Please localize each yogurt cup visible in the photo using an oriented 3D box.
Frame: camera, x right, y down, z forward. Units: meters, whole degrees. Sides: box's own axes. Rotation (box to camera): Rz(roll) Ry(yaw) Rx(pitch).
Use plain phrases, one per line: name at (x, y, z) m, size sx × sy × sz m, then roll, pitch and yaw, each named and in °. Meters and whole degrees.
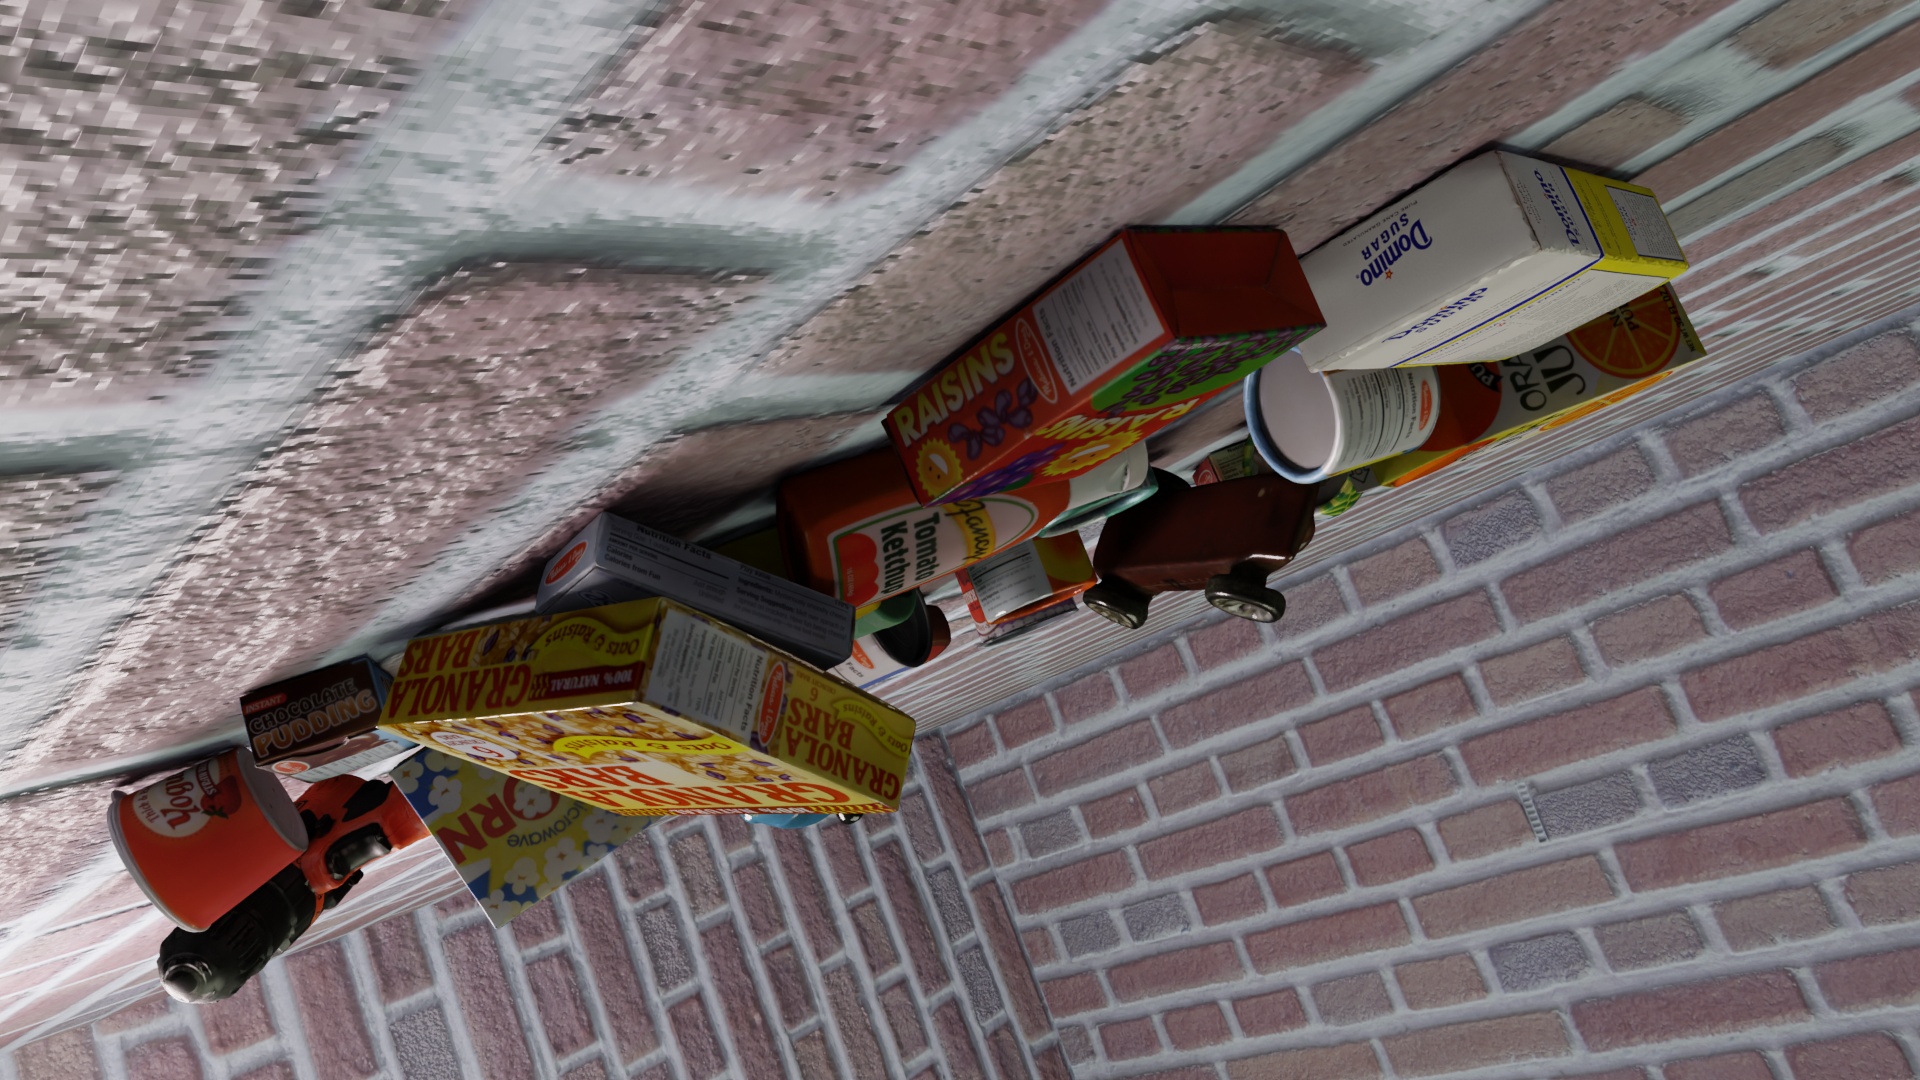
yogurt cup at (-0.322, 0.126, 0.601) m, size 0.054 × 0.072 × 0.072 m, roll -32°, pitch 174°, yaw -15°

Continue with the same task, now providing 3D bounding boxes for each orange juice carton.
orange juice carton at (0.266, -0.085, 0.704) m, size 0.193 × 0.072 × 0.073 m, roll -19°, pitch 170°, yaw -16°

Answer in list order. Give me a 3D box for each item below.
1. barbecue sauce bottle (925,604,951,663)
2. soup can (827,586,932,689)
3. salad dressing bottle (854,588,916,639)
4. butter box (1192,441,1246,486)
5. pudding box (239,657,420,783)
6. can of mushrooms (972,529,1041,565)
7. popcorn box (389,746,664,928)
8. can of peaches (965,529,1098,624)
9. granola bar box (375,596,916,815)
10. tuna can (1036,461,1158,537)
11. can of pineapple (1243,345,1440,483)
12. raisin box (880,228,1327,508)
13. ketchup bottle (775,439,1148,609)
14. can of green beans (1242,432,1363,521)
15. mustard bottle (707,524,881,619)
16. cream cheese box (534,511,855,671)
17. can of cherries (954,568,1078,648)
barbecue sauce bottle at (-0.060, 0.068, 0.938) m, size 0.065 × 0.044 × 0.148 m, roll -24°, pitch 170°, yaw 18°
soup can at (-0.067, 0.050, 0.750) m, size 0.083 × 0.071 × 0.071 m, roll -25°, pitch 170°, yaw 26°
salad dressing bottle at (-0.086, 0.042, 0.674) m, size 0.147 × 0.044 × 0.064 m, roll -23°, pitch 150°, yaw 37°
butter box at (0.203, -0.055, 0.885) m, size 0.103 × 0.024 × 0.053 m, roll -21°, pitch 170°, yaw -6°
pudding box at (-0.254, 0.075, 0.566) m, size 0.050 × 0.030 × 0.083 m, roll -18°, pitch 170°, yaw -15°
can of mushrooms at (0.002, -0.008, 0.663) m, size 0.071 × 0.033 × 0.071 m, roll -22°, pitch 171°, yaw -4°
popcorn box at (-0.178, 0.102, 0.631) m, size 0.127 × 0.085 × 0.038 m, roll -34°, pitch -173°, yaw -16°
can of peaches at (0.036, 0.008, 0.759) m, size 0.071 × 0.058 × 0.071 m, roll -21°, pitch 170°, yaw -4°
granola bar box at (-0.119, 0.068, 0.521) m, size 0.165 × 0.039 × 0.124 m, roll -10°, pitch 149°, yaw 40°
tuna can at (0.064, -0.029, 0.685) m, size 0.071 × 0.033 × 0.071 m, roll -21°, pitch 171°, yaw -3°
can of pineapple at (0.168, -0.064, 0.621) m, size 0.058 × 0.071 × 0.070 m, roll -16°, pitch 170°, yaw -25°
raisin box at (0.045, -0.056, 0.461) m, size 0.086 × 0.040 × 0.123 m, roll -14°, pitch 167°, yaw -44°
ketchup bottle at (0.002, -0.018, 0.554) m, size 0.149 × 0.044 × 0.064 m, roll -19°, pitch 141°, yaw -19°
can of green beans at (0.201, -0.045, 0.806) m, size 0.071 × 0.071 × 0.058 m, roll -25°, pitch 170°, yaw 19°
mustard bottle at (-0.076, 0.021, 0.595) m, size 0.160 × 0.049 × 0.065 m, roll -23°, pitch 158°, yaw -1°
cream cheese box at (-0.095, 0.026, 0.506) m, size 0.104 × 0.024 × 0.053 m, roll 23°, pitch 147°, yaw -28°
can of cherries at (0.033, 0.031, 0.887) m, size 0.071 × 0.058 × 0.071 m, roll -21°, pitch 172°, yaw -3°
